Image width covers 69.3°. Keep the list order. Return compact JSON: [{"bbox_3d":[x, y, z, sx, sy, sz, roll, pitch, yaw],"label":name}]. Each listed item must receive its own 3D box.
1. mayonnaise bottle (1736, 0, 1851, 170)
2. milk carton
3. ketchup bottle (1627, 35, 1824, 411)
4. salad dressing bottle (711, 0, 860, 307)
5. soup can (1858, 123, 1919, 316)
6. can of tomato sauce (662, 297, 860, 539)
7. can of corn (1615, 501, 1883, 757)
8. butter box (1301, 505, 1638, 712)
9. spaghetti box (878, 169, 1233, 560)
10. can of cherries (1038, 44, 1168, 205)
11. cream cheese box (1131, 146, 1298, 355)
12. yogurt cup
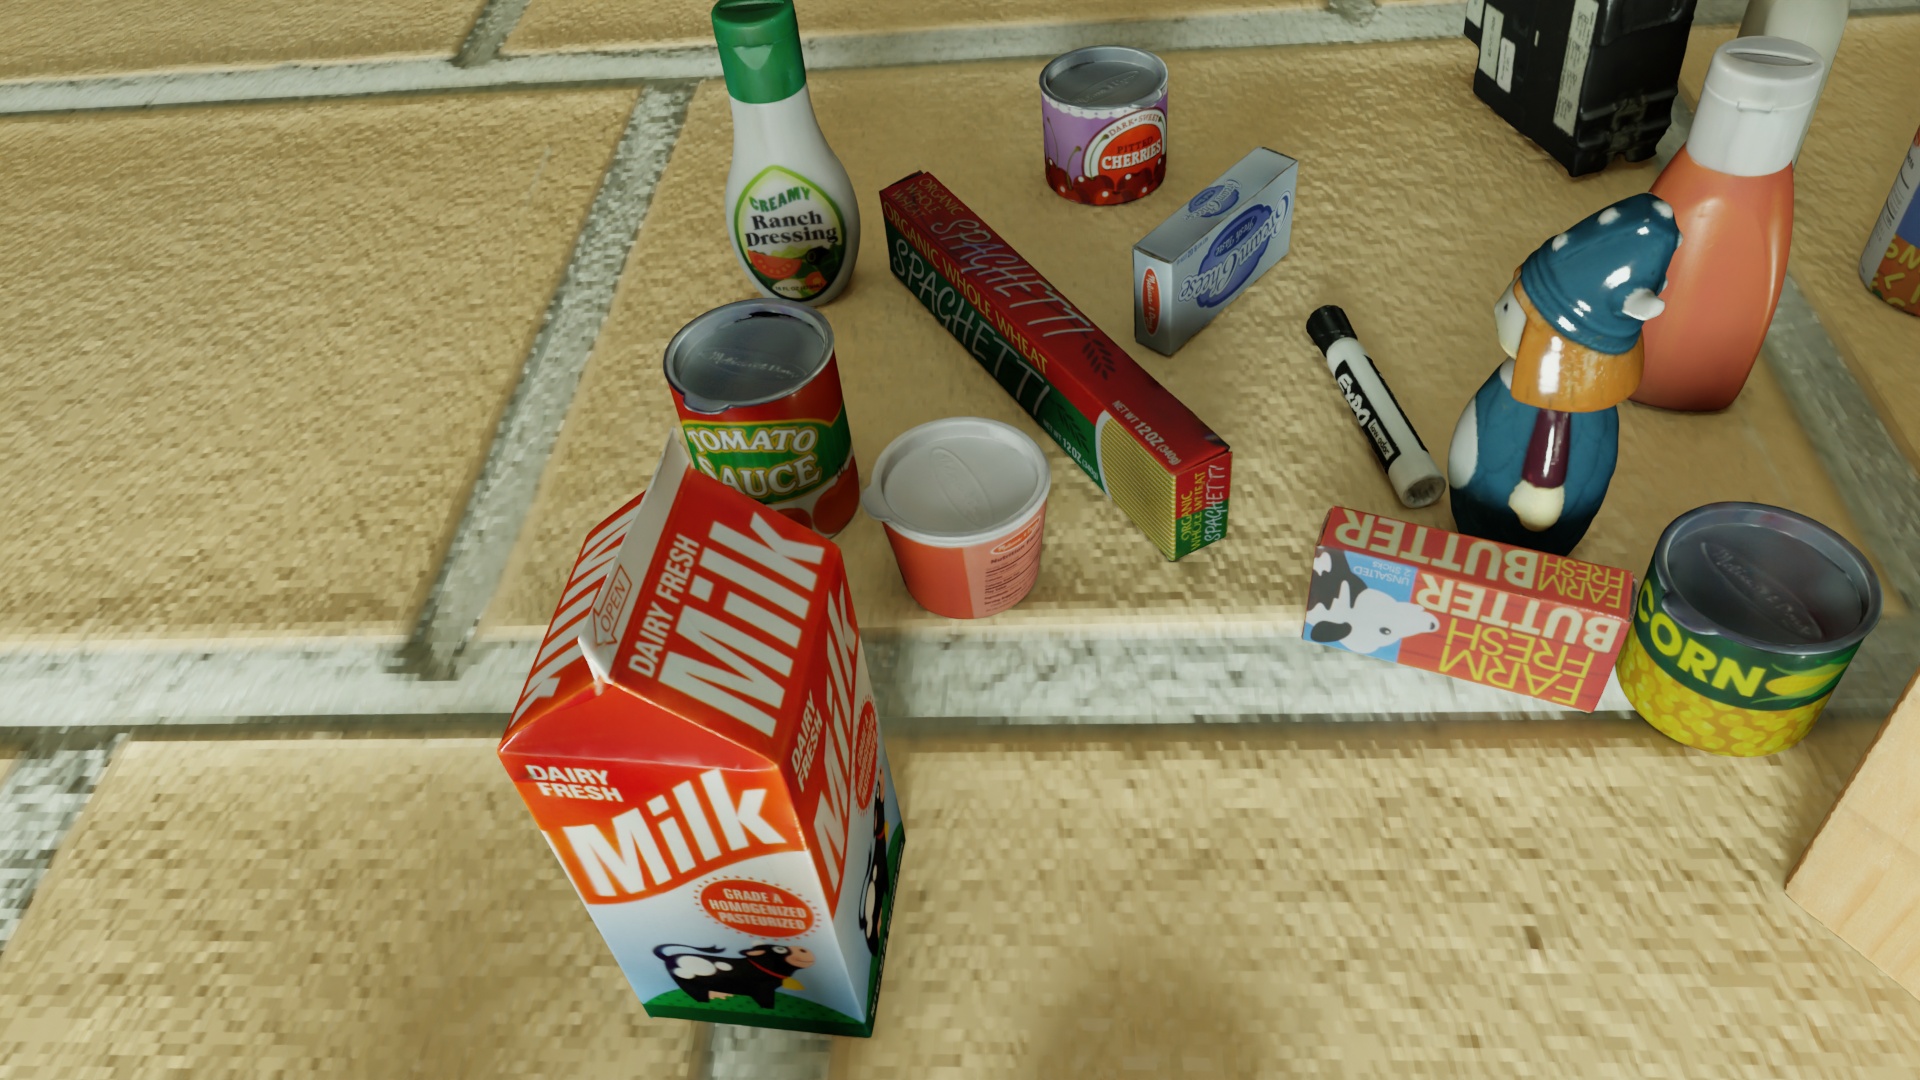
[{"bbox_3d":[0.381,-0.228,0.641,0.041,0.147,0.065,9,48,15],"label":"mayonnaise bottle"},{"bbox_3d":[-0.066,0.061,0.383,0.073,0.189,0.073,2,46,9],"label":"milk carton"},{"bbox_3d":[0.294,-0.120,0.546,0.065,0.148,0.044,17,50,22],"label":"ketchup bottle"},{"bbox_3d":[-0.084,-0.180,0.650,0.064,0.146,0.044,-4,46,3],"label":"salad dressing bottle"},{"bbox_3d":[0.441,-0.145,0.598,0.071,0.083,0.072,-3,46,4],"label":"soup can"},{"bbox_3d":[-0.078,-0.044,0.561,0.071,0.082,0.071,-3,46,4],"label":"can of tomato sauce"},{"bbox_3d":[0.259,0.031,0.466,0.071,0.058,0.071,-3,46,4],"label":"can of corn"},{"bbox_3d":[0.175,0.024,0.486,0.103,0.052,0.024,14,49,19],"label":"butter box"},{"bbox_3d":[0.033,-0.086,0.613,0.029,0.050,0.251,-25,48,-17],"label":"spaghetti box"},{"bbox_3d":[0.077,-0.216,0.728,0.071,0.058,0.072,-3,46,4],"label":"can of cherries"},{"bbox_3d":[0.119,-0.136,0.648,0.024,0.053,0.104,29,56,30],"label":"cream cheese box"},{"bbox_3d":[0.002,-0.007,0.536,0.072,0.053,0.073,-3,46,4],"label":"yogurt cup"}]
